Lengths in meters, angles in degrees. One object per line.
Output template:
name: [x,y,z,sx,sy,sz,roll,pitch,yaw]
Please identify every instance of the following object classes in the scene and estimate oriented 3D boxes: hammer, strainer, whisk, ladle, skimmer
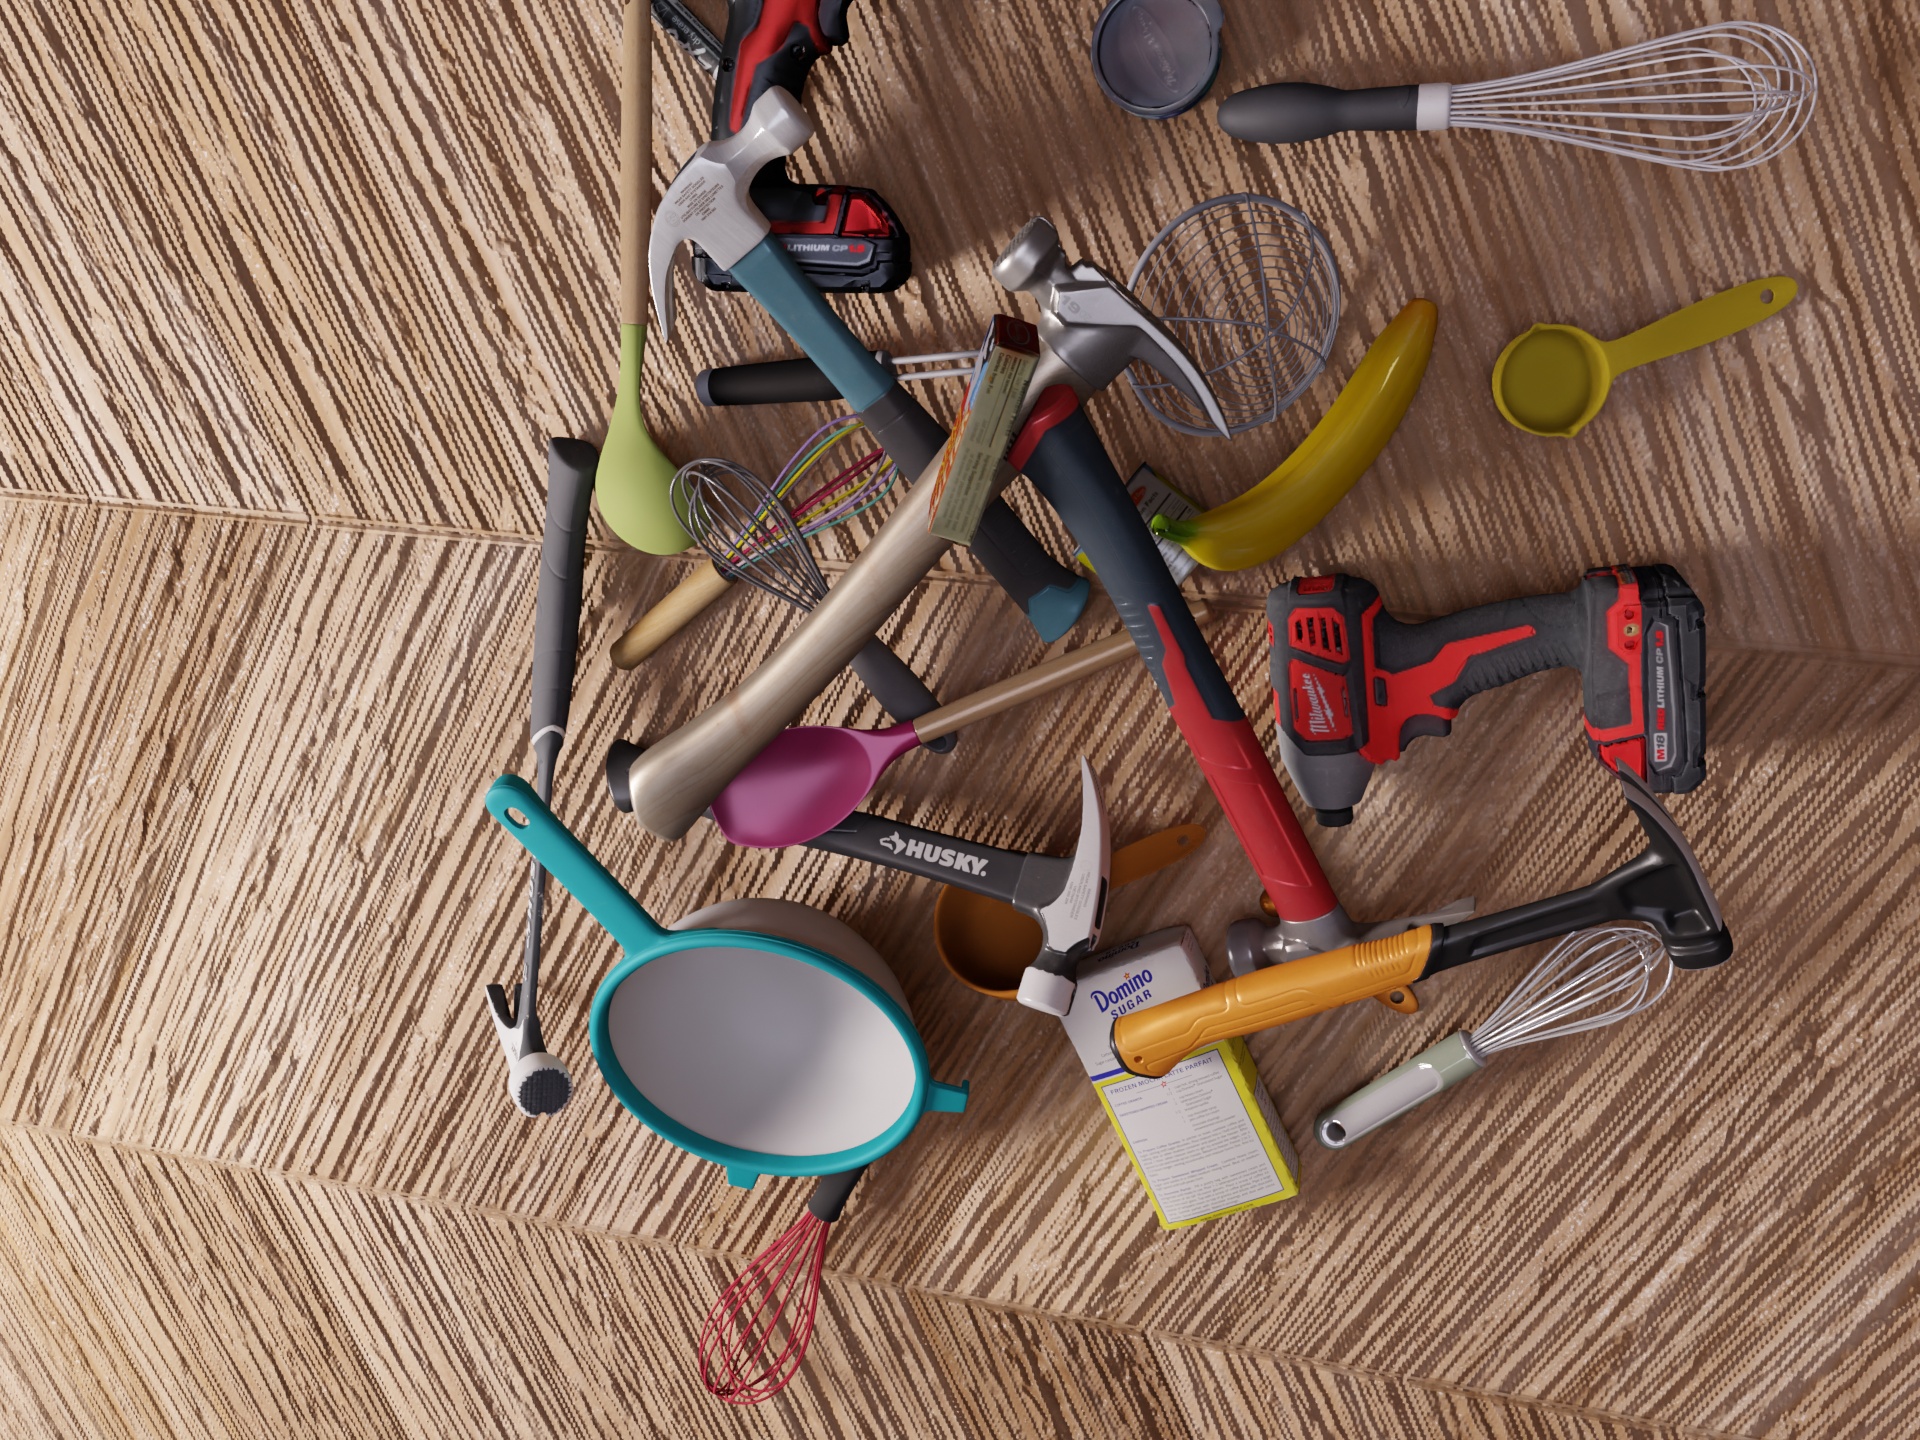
hammer: [-0.040,-0.068,0.866,0.146,0.038,0.410,39,114,-14]
hammer: [0.228,0.129,0.868,0.337,0.034,0.127,-24,117,26]
strainer: [-0.153,0.137,0.971,0.211,0.095,0.340,-27,116,26]
whisk: [-0.079,-0.061,0.923,0.055,0.055,0.238,-32,117,20]
hammer: [0.143,-0.010,0.838,0.143,0.038,0.386,-15,121,29]
ladle: [-0.176,-0.254,0.915,0.078,0.062,0.320,17,109,45]
whisk: [-0.124,-0.102,0.957,0.245,0.047,0.051,-36,93,24]
whisk: [-0.101,0.345,1.071,0.073,0.073,0.295,28,104,4]
whisk: [0.271,-0.310,0.796,0.284,0.070,0.070,5,107,17]
skimmer: [0.024,-0.212,0.892,0.363,0.090,0.127,0,123,24]
hammer: [-0.069,0.062,0.965,0.335,0.035,0.146,14,78,20]
whisk: [0.307,0.189,0.933,0.246,0.059,0.058,-40,82,25]
hammer: [-0.036,-0.166,0.857,0.128,0.033,0.330,-33,118,20]
hammer: [-0.260,0.029,0.999,0.036,0.149,0.409,3,100,-25]

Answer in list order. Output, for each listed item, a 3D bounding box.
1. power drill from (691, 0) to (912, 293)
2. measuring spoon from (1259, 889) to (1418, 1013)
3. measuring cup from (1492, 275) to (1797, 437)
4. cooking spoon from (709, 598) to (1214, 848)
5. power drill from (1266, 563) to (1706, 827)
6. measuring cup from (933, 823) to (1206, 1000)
power drill: [-0.062,-0.344,0.841,0.188,0.080,0.226,1,107,1]
measuring spoon: [0.228,0.140,0.955,0.117,0.011,0.021,38,110,1]
measuring cup: [0.353,-0.196,0.828,0.156,0.029,0.062,-21,100,6]
cooking spoon: [-0.001,-0.003,0.933,0.319,0.017,0.068,-23,97,8]
power drill: [0.281,-0.013,0.867,0.220,0.078,0.143,-3,105,17]
measuring cup: [0.070,0.108,0.959,0.173,0.052,0.095,-25,68,5]
